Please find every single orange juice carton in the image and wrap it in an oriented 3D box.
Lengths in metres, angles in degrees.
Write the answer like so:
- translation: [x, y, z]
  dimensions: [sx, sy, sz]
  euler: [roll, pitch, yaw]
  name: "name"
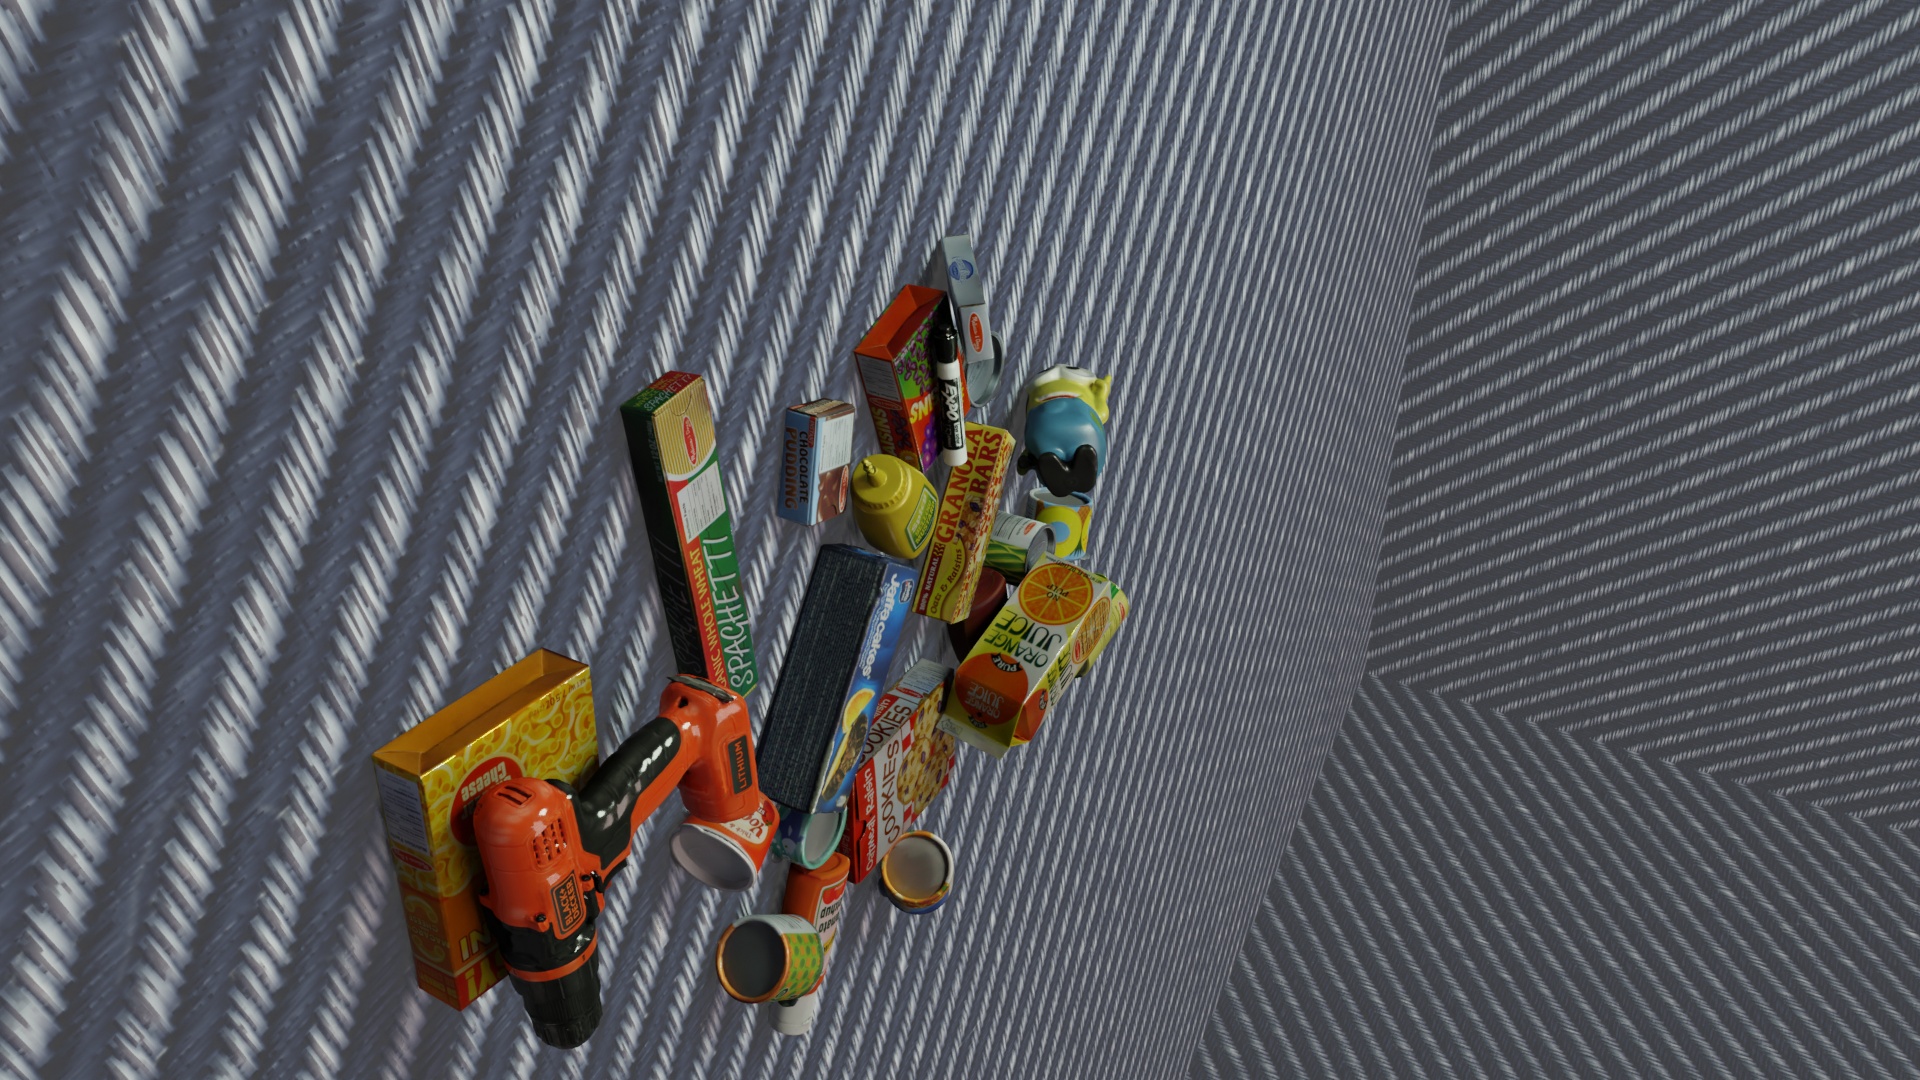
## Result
- translation: [0.059, 0.110, 1.259]
  dimensions: [0.193, 0.072, 0.072]
  euler: [-52, 152, -26]
  name: "orange juice carton"

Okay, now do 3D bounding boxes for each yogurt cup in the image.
- translation: [-0.164, 0.208, 0.987]
  dimensions: [0.054, 0.072, 0.072]
  euler: [-60, 152, -45]
  name: "yogurt cup"

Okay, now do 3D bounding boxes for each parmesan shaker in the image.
- translation: [0.134, 0.093, 1.530]
  dimensions: [0.103, 0.071, 0.071]
  euler: [-48, 144, -42]
  name: "parmesan shaker"

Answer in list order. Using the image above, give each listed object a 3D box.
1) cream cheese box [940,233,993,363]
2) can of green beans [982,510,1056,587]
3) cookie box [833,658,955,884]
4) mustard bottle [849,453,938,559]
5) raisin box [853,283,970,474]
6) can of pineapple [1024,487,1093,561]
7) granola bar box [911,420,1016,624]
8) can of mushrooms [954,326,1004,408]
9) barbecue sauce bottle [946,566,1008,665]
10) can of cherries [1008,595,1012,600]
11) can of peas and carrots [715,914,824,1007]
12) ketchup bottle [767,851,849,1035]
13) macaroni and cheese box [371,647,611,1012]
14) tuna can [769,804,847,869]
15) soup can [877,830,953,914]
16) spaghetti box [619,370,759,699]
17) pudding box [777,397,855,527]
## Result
- translation: [0.005, -0.190, 1.084]
  dimensions: [0.104, 0.024, 0.053]
  euler: [-101, -179, -47]
  name: "cream cheese box"
- translation: [0.051, 0.009, 1.317]
  dimensions: [0.071, 0.058, 0.071]
  euler: [-42, 140, -49]
  name: "can of green beans"
- translation: [-0.061, 0.200, 1.221]
  dimensions: [0.168, 0.040, 0.122]
  euler: [-42, 140, -49]
  name: "cookie box"
- translation: [-0.054, -0.031, 1.059]
  dimensions: [0.160, 0.049, 0.065]
  euler: [59, 51, -73]
  name: "mustard bottle"
- translation: [-0.035, -0.125, 1.086]
  dimensions: [0.086, 0.040, 0.122]
  euler: [-57, 151, -33]
  name: "raisin box"
- translation: [0.098, -0.017, 1.387]
  dimensions: [0.071, 0.071, 0.057]
  euler: [-24, 126, -58]
  name: "can of pineapple"
- translation: [0.004, -0.015, 1.191]
  dimensions: [0.124, 0.039, 0.165]
  euler: [8, 97, -84]
  name: "granola bar box"
- translation: [0.008, -0.145, 1.169]
  dimensions: [0.071, 0.033, 0.070]
  euler: [-42, 139, -50]
  name: "can of mushrooms"
- translation: [0.020, 0.097, 1.322]
  dimensions: [0.065, 0.044, 0.147]
  euler: [-40, 141, -29]
  name: "barbecue sauce bottle"
- translation: [0.063, 0.093, 1.375]
  dimensions: [0.059, 0.071, 0.071]
  euler: [-47, 144, -45]
  name: "can of cherries"
- translation: [-0.149, 0.328, 1.082]
  dimensions: [0.058, 0.071, 0.071]
  euler: [33, 75, -63]
  name: "can of peas and carrots"
- translation: [-0.130, 0.335, 1.154]
  dimensions: [0.065, 0.043, 0.148]
  euler: [-13, 117, -68]
  name: "ketchup bottle"
- translation: [-0.260, 0.163, 0.790]
  dimensions: [0.124, 0.040, 0.165]
  euler: [-38, 137, -51]
  name: "macaroni and cheese box"
- translation: [-0.123, 0.231, 1.119]
  dimensions: [0.071, 0.033, 0.070]
  euler: [-42, 140, -49]
  name: "tuna can"
- translation: [-0.042, 0.304, 1.268]
  dimensions: [0.083, 0.071, 0.071]
  euler: [92, 23, -69]
  name: "soup can"
- translation: [-0.171, 0.011, 0.897]
  dimensions: [0.050, 0.029, 0.248]
  euler: [-47, 144, -44]
  name: "spaghetti box"
- translation: [-0.103, -0.056, 0.996]
  dimensions: [0.050, 0.030, 0.083]
  euler: [-28, 129, -58]
  name: "pudding box"
